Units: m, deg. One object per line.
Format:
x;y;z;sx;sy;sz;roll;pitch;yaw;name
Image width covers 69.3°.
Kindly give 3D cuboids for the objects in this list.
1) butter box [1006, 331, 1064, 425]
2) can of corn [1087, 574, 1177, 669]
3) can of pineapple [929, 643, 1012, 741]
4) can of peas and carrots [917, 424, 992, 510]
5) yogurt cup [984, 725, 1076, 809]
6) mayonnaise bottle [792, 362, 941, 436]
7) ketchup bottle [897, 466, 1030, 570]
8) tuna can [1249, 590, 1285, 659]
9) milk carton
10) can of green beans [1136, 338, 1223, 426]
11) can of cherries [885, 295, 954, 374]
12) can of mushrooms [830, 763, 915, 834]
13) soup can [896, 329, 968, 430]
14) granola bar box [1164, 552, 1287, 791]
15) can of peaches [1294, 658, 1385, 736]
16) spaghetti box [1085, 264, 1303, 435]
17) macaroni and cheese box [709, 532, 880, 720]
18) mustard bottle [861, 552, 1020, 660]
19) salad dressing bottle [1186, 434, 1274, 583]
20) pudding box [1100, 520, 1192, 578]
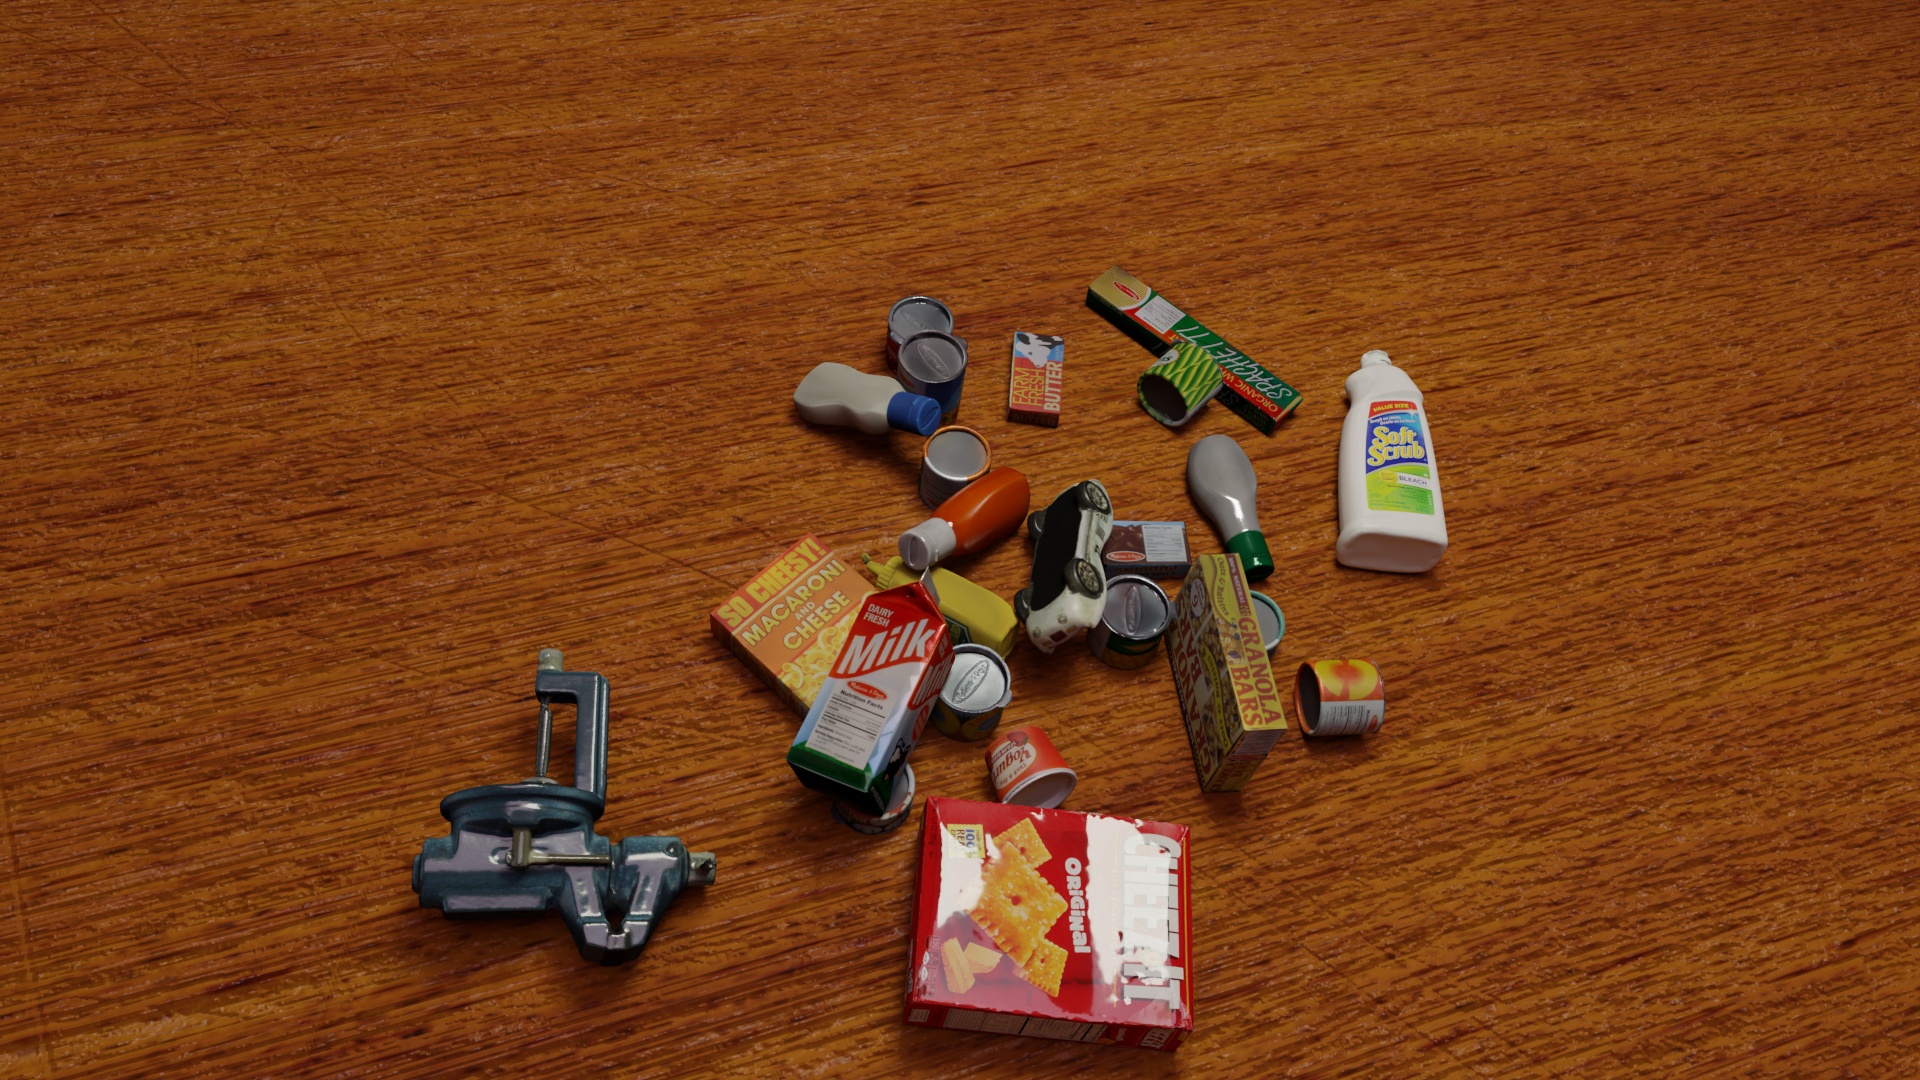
0.076;-0.163;1.405;0.053;0.024;0.104;6;56;-2;butter box
0.152;0.073;1.236;0.071;0.058;0.071;3;56;-5;can of corn
0.008;0.131;1.181;0.071;0.057;0.071;3;57;-4;can of pineapple
-0.004;-0.069;1.312;0.071;0.058;0.071;3;57;-5;can of peas and carrots
0.055;0.190;1.146;0.072;0.072;0.054;-17;52;-17;yogurt cup
-0.087;-0.130;1.321;0.148;0.041;0.065;17;55;34;mayonnaise bottle
0.004;-0.016;1.248;0.043;0.064;0.149;25;34;29;ketchup bottle
0.258;0.078;1.261;0.071;0.032;0.071;3;57;-5;tuna can
-0.060;0.115;1.117;0.073;0.072;0.191;19;67;16;milk carton
0.219;-0.156;1.392;0.071;0.071;0.058;40;62;18;can of green beans
-0.044;-0.202;1.396;0.071;0.058;0.072;3;57;-5;can of cherries
-0.073;0.205;1.138;0.071;0.033;0.071;3;57;-5;can of mushrooms
-0.028;-0.154;1.351;0.071;0.083;0.072;3;57;-5;soup can
0.220;0.113;1.179;0.039;0.123;0.166;-2;57;-10;granola bar box
0.329;0.135;1.213;0.058;0.071;0.071;-2;57;-7;can of peaches
0.240;-0.200;1.445;0.250;0.028;0.050;40;61;18;spaghetti box
-0.116;0.088;1.206;0.167;0.040;0.124;40;62;18;macaroni and cheese box
-0.025;0.054;1.229;0.160;0.065;0.049;28;52;19;mustard bottle
0.260;-0.030;1.328;0.064;0.043;0.148;-6;59;-13;salad dressing bottle
0.170;0.008;1.299;0.084;0.030;0.050;0;58;-6;pudding box
